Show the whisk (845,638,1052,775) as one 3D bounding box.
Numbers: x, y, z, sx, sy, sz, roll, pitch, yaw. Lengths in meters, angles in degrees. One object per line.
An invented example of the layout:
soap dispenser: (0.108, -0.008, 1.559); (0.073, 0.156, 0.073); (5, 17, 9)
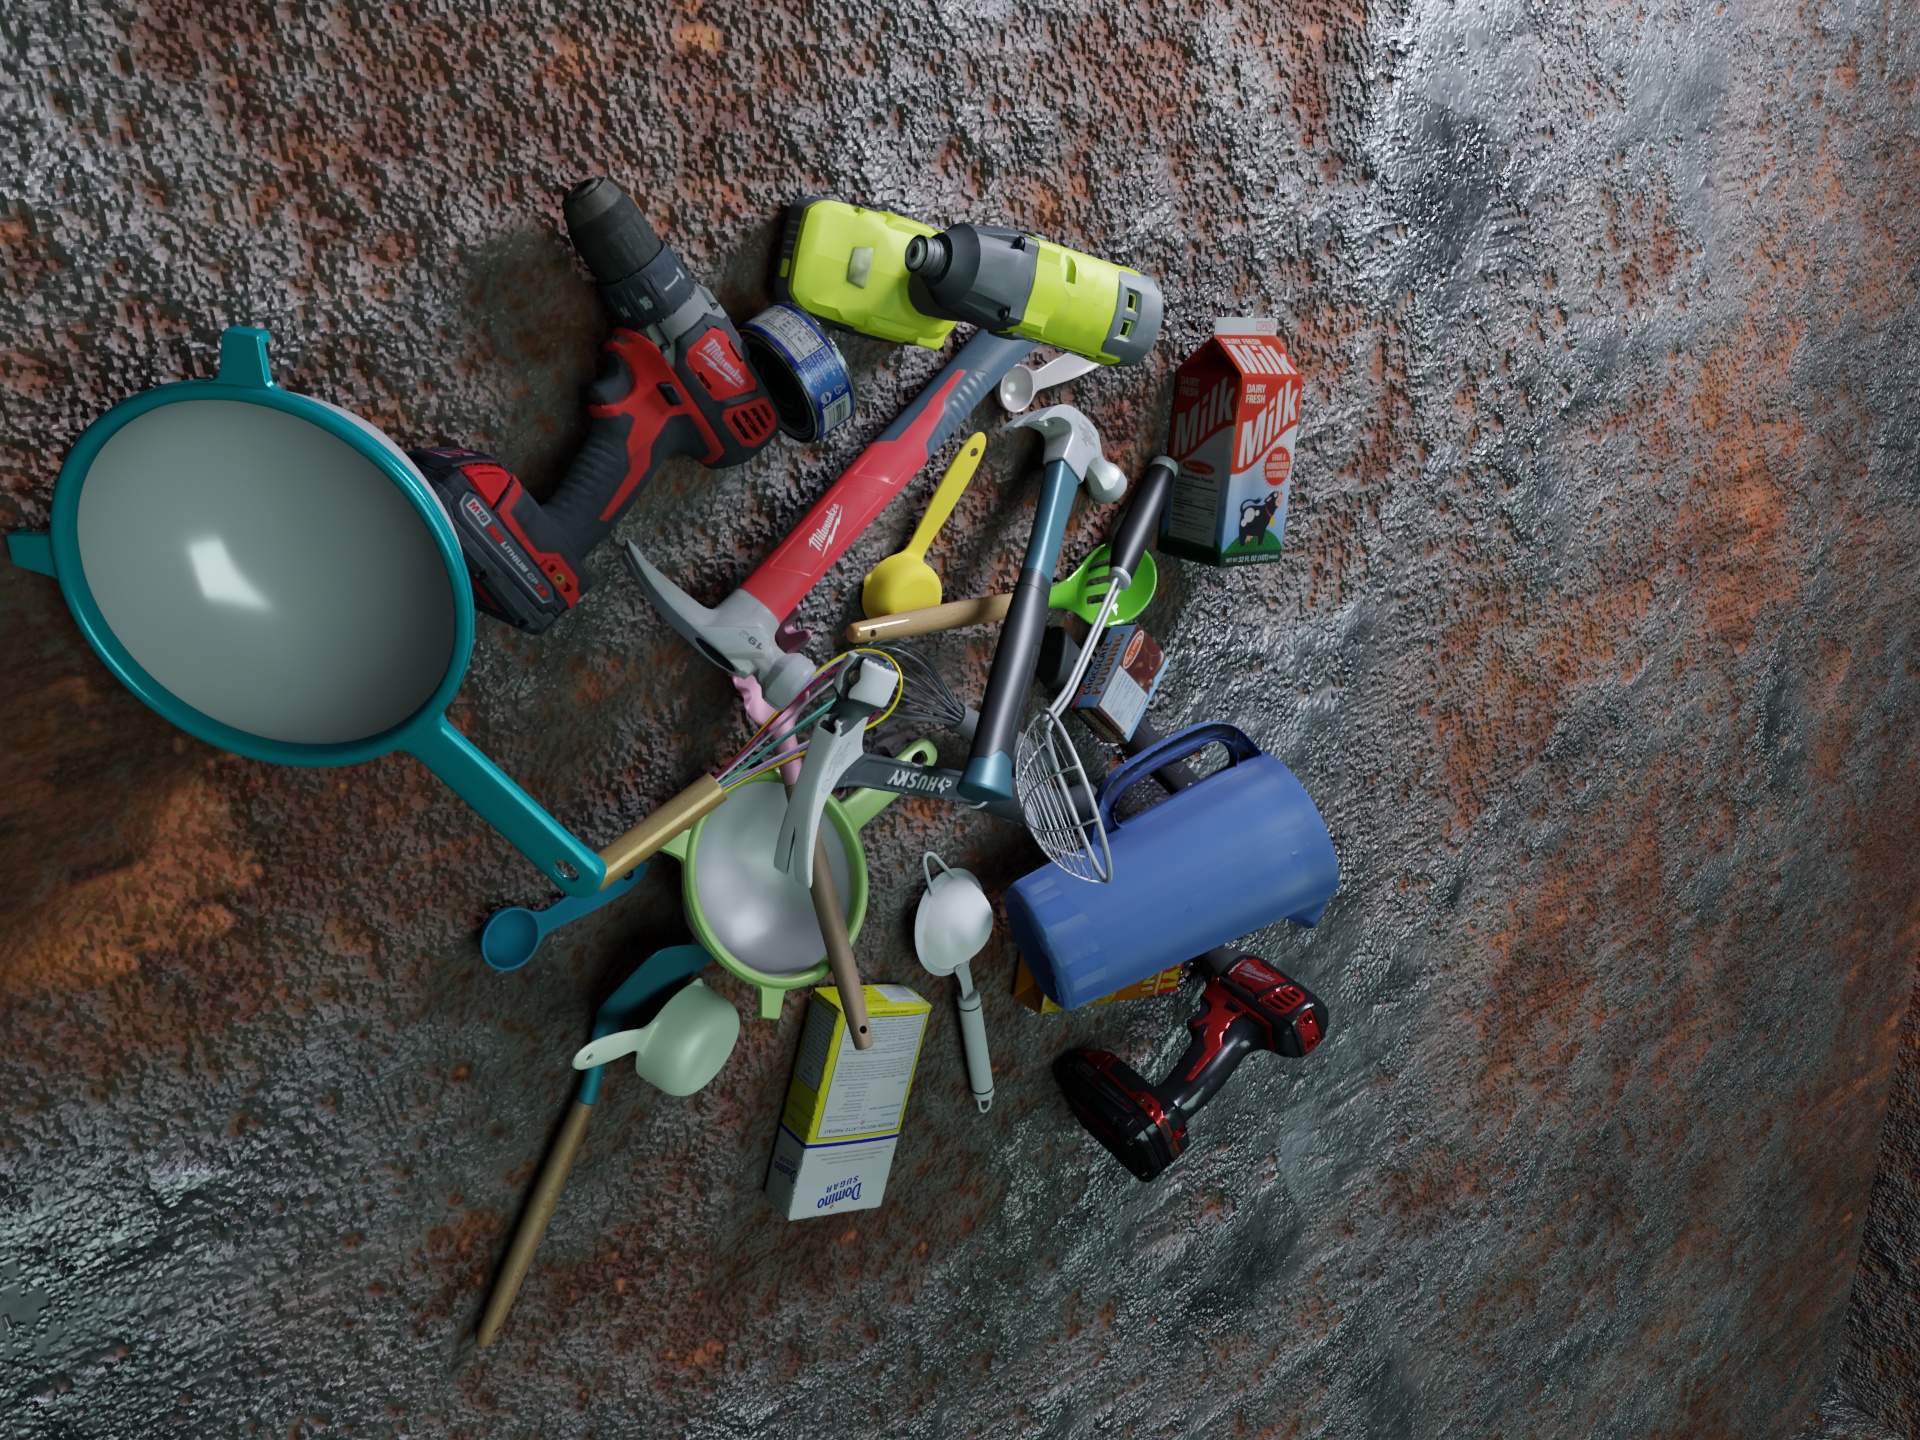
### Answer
whisk: (-0.001, -0.005, 1.190); (0.238, 0.055, 0.055); (30, 86, -46)

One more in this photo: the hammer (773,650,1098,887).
hammer: (0.006, 0.054, 1.139); (0.408, 0.036, 0.149); (16, 101, -60)

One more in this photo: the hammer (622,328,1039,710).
hammer: (-0.053, -0.190, 1.068); (0.143, 0.038, 0.386); (40, 68, -3)

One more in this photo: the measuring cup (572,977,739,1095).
measuring cup: (-0.198, 0.220, 1.051); (0.083, 0.038, 0.167); (-63, 162, 6)

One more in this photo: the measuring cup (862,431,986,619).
measuring cup: (-0.016, -0.130, 1.125); (0.062, 0.029, 0.156); (19, 104, -46)

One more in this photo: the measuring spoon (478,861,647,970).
measuring spoon: (-0.263, 0.121, 1.048); (0.128, 0.021, 0.042); (-29, 122, -39)

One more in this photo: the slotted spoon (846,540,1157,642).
slotted spoon: (0.036, -0.087, 1.176); (0.313, 0.031, 0.070); (-14, 114, -43)

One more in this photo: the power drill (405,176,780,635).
power drill: (-0.226, -0.182, 0.926); (0.227, 0.080, 0.187); (-47, 129, -19)

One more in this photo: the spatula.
spatula: (-0.259, 0.288, 1.087); (0.317, 0.044, 0.082); (-67, 158, 2)

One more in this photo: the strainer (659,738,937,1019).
strainer: (-0.111, 0.086, 1.131); (0.256, 0.069, 0.151); (-40, 106, -42)

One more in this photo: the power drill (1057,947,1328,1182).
power drill: (0.202, 0.289, 1.405); (0.219, 0.143, 0.078); (-35, 126, -16)

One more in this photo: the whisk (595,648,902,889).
whisk: (-0.136, 0.032, 1.022); (0.245, 0.051, 0.047); (-37, 108, -16)

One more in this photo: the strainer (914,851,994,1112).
strainer: (0.008, 0.219, 1.284); (0.087, 0.050, 0.258); (-37, 130, -41)

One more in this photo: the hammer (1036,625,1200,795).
hammer: (0.171, 0.032, 1.328); (0.334, 0.035, 0.146); (43, 63, -33)

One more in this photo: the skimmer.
skimmer: (0.125, -0.052, 1.169); (0.127, 0.090, 0.363); (76, 33, -55)

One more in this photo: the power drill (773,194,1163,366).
power drill: (-0.010, -0.268, 0.966); (0.171, 0.223, 0.080); (5, 103, -40)

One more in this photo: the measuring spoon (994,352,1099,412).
measuring spoon: (0.068, -0.259, 1.176); (0.124, 0.018, 0.034); (-30, 123, -35)

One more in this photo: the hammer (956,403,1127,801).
hammer: (0.051, -0.086, 1.113); (0.128, 0.033, 0.331); (46, 48, -41)

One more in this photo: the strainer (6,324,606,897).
strainer: (-0.304, -0.043, 0.848); (0.211, 0.095, 0.340); (-33, 114, 21)

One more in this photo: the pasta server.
pasta server: (-0.102, 0.068, 1.069); (0.060, 0.040, 0.316); (-15, 90, -22)
